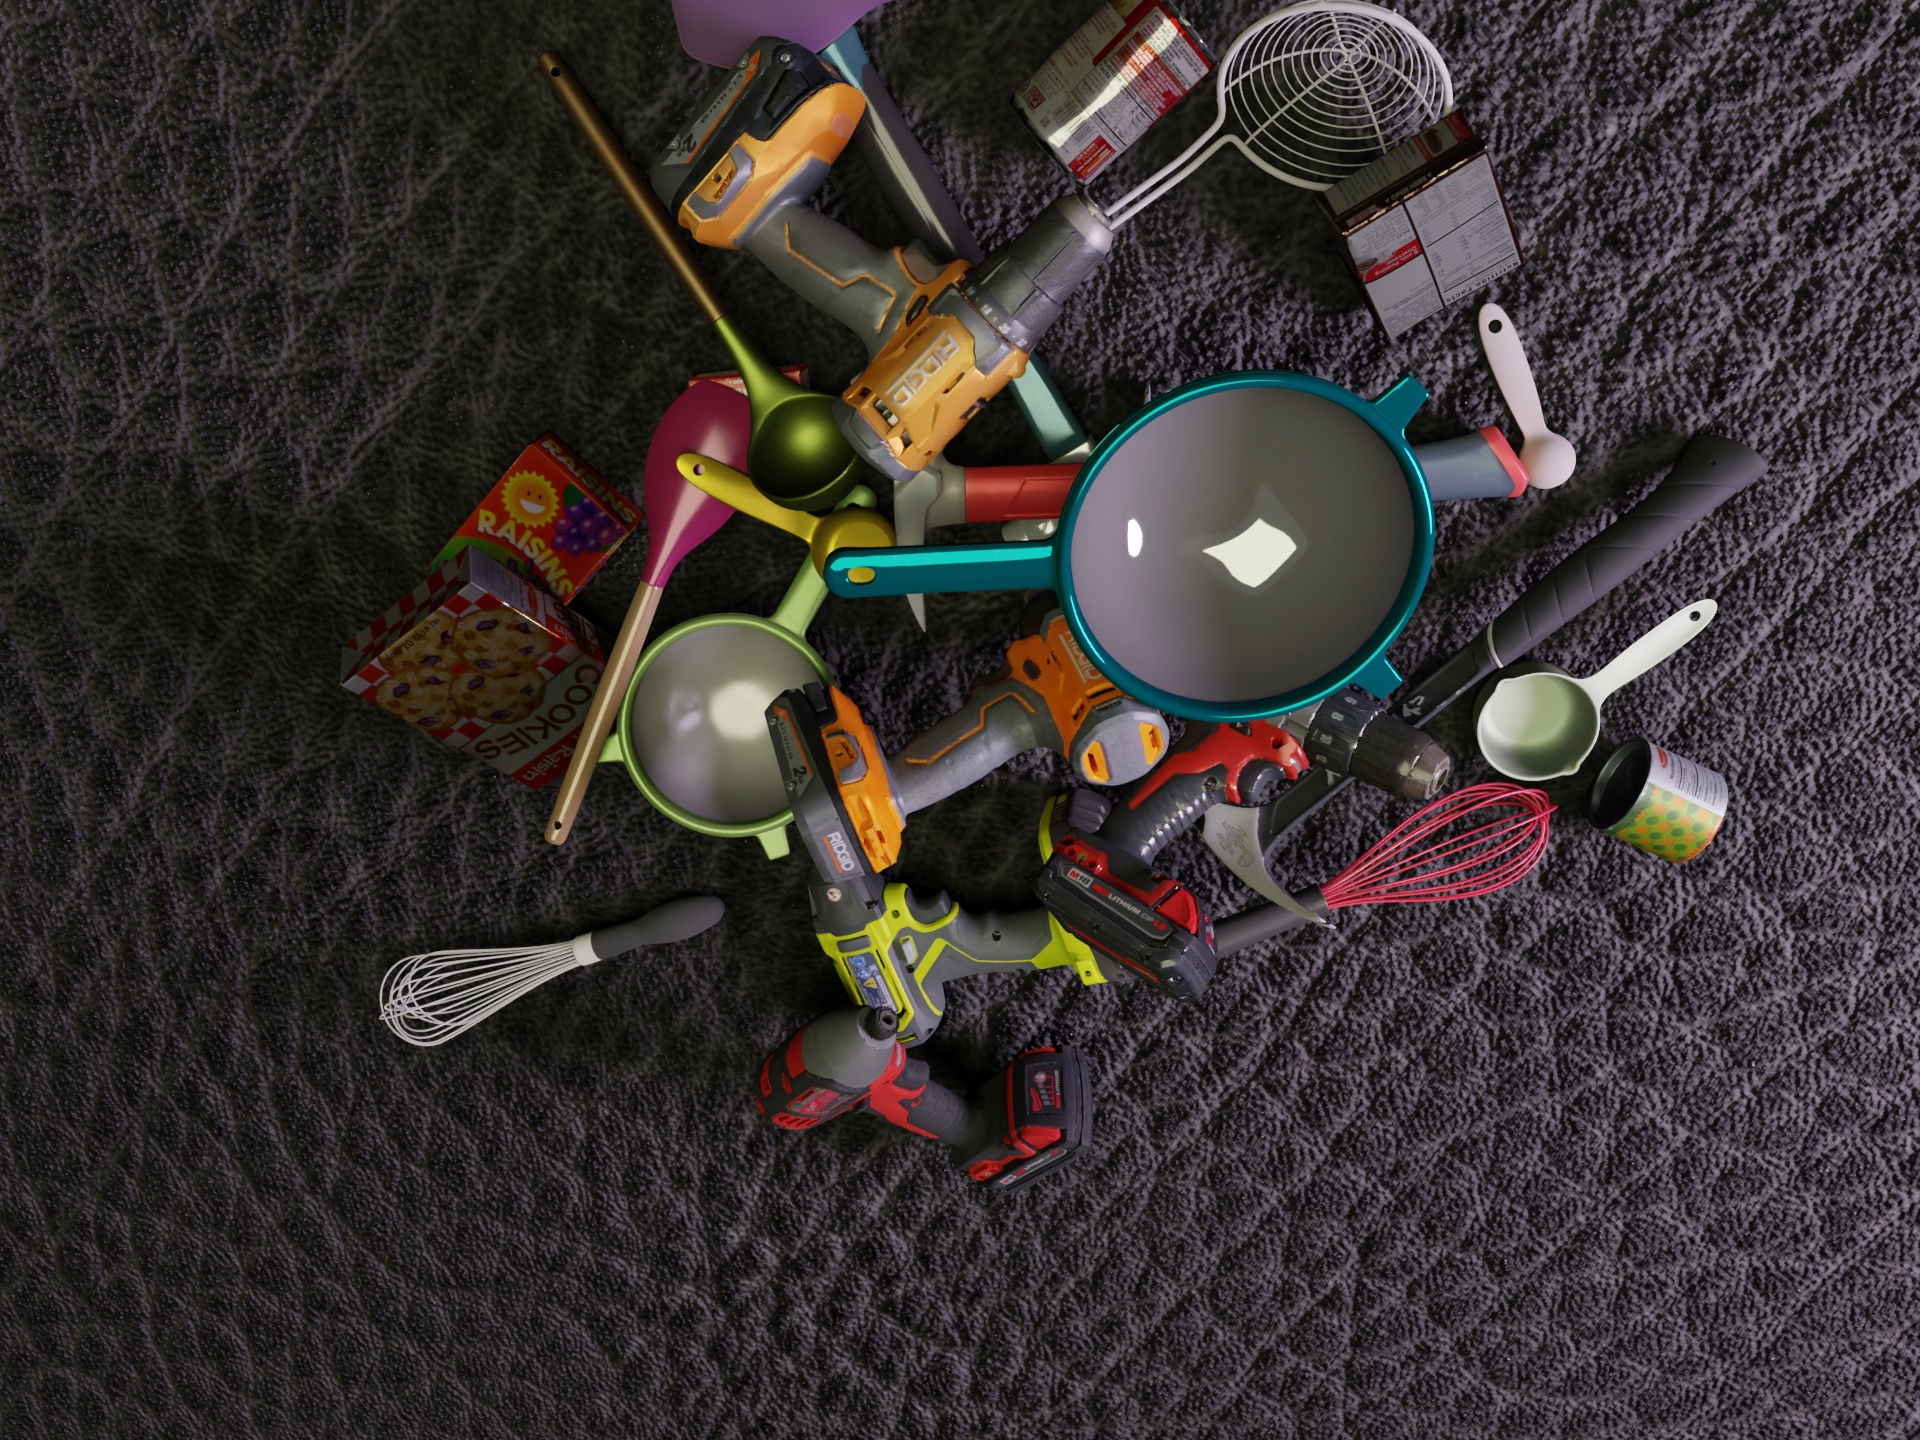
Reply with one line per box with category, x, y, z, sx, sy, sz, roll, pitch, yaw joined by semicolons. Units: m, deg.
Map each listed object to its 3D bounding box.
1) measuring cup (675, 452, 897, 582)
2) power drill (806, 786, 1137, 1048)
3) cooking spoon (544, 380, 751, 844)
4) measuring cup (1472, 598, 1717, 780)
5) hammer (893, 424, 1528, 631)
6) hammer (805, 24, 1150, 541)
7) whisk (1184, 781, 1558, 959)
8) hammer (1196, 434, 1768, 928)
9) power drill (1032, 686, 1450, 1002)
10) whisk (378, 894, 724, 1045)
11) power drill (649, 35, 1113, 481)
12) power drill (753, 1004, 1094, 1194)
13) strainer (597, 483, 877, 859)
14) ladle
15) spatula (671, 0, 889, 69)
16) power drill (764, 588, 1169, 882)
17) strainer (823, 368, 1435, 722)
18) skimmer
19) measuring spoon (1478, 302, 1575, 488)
measuring cup;-0.107;-0.128;1.003;0.156;0.029;0.062;26;91;-21
power drill;0.009;0.133;1.119;0.223;0.080;0.171;-16;111;16
cooking spoon;-0.207;-0.064;1.023;0.069;0.017;0.319;23;100;-1
measuring cup;0.407;-0.029;1.025;0.167;0.038;0.083;-39;104;18
hammer;0.152;-0.131;0.984;0.386;0.038;0.143;-2;120;-1
hammer;0.007;-0.263;0.974;0.128;0.033;0.330;-28;107;18
whisk;0.259;0.112;1.059;0.296;0.073;0.073;-22;109;1
hammer;0.325;-0.032;1.003;0.409;0.149;0.036;-41;146;14
power drill;0.172;0.060;0.985;0.188;0.080;0.227;29;77;29
whisk;-0.307;0.181;1.190;0.284;0.070;0.070;-18;110;9
power drill;-0.042;-0.274;0.885;0.185;0.084;0.226;-42;84;20
power drill;-0.020;0.258;1.120;0.219;0.079;0.143;22;136;-26
strainer;-0.126;-0.046;1.075;0.151;0.069;0.256;30;95;-7
ladle;-0.161;-0.267;0.960;0.078;0.062;0.320;-33;95;1
spatula;-0.010;-0.411;0.885;0.316;0.018;0.059;-4;119;13
power drill;-0.002;-0.003;0.998;0.226;0.164;0.084;-21;135;-1
strainer;0.093;-0.108;0.920;0.340;0.095;0.210;-3;119;2
skimmer;0.097;-0.273;0.902;0.363;0.090;0.127;-33;136;10
measuring spoon;0.343;-0.197;0.970;0.034;0.018;0.124;-24;107;16
